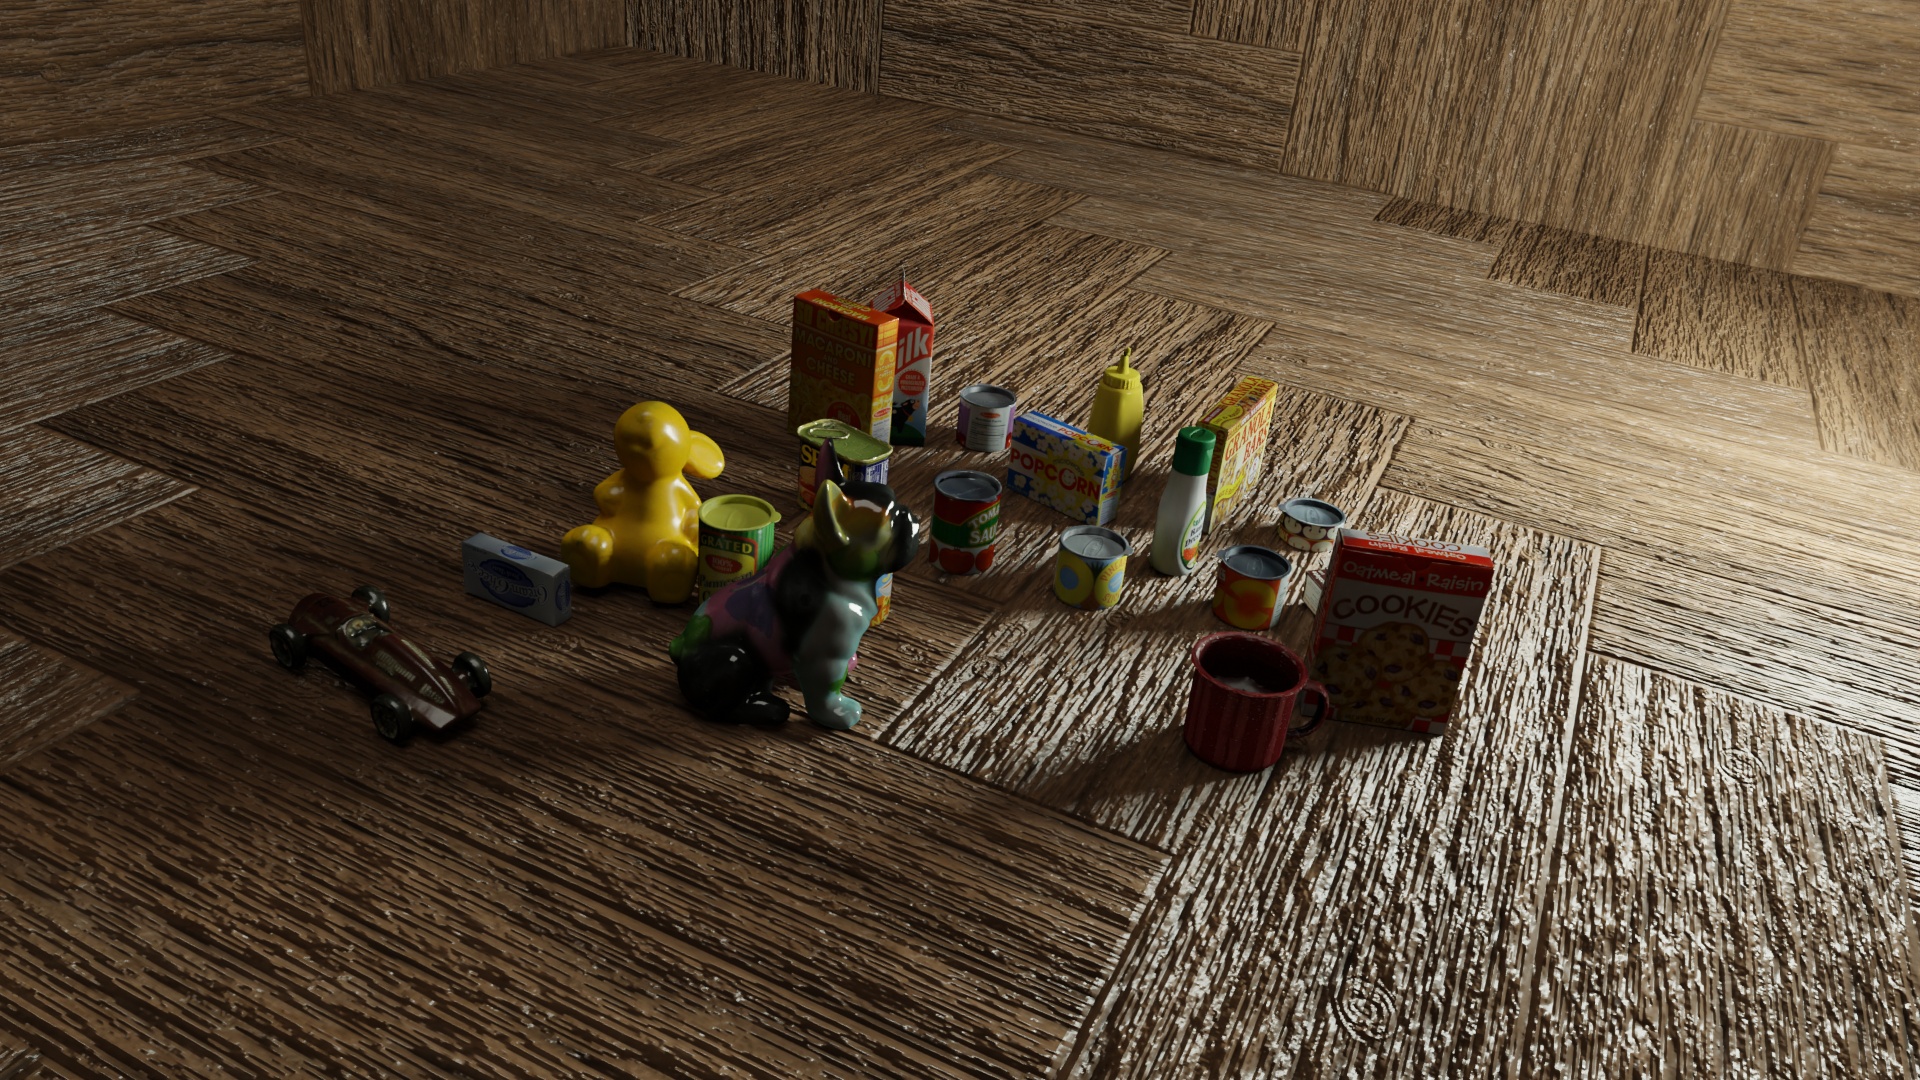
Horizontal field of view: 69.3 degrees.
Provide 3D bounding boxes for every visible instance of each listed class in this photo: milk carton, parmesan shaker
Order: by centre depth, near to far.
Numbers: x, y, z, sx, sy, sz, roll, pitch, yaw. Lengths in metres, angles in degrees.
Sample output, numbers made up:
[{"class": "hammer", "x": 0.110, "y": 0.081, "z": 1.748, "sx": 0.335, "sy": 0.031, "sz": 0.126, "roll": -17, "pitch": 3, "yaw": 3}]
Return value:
[{"class": "parmesan shaker", "x": -0.195, "y": 0.020, "z": 1.223, "sx": 0.071, "sy": 0.102, "sz": 0.071, "roll": 5, "pitch": 28, "yaw": -2}, {"class": "milk carton", "x": -0.071, "y": -0.208, "z": 1.577, "sx": 0.073, "sy": 0.189, "sz": 0.072, "roll": 3, "pitch": 28, "yaw": -6}]

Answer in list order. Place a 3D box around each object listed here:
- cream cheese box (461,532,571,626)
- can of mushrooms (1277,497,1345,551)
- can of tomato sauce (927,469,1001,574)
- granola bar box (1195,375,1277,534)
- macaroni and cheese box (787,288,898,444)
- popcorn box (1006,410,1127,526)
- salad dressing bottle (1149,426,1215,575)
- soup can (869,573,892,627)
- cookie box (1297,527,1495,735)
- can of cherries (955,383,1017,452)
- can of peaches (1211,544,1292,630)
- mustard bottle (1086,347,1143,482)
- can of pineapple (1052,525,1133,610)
[{"class": "cream cheese box", "x": -0.387, "y": 0.034, "z": 1.212, "sx": 0.104, "sy": 0.053, "sz": 0.024, "roll": 18, "pitch": 30, "yaw": 21}, {"class": "can of mushrooms", "x": 0.370, "y": -0.017, "z": 1.476, "sx": 0.071, "sy": 0.033, "sz": 0.071, "roll": 5, "pitch": 28, "yaw": -2}, {"class": "can of tomato sauce", "x": 0.005, "y": -0.017, "z": 1.352, "sx": 0.071, "sy": 0.082, "sz": 0.071, "roll": 5, "pitch": 28, "yaw": -2}, {"class": "granola bar box", "x": 0.291, "y": -0.096, "z": 1.510, "sx": 0.039, "sy": 0.123, "sz": 0.166, "roll": 19, "pitch": 31, "yaw": 23}, {"class": "macaroni and cheese box", "x": -0.132, "y": -0.180, "z": 1.540, "sx": 0.124, "sy": 0.165, "sz": 0.040, "roll": 24, "pitch": 33, "yaw": 29}, {"class": "popcorn box", "x": 0.111, "y": -0.077, "z": 1.482, "sx": 0.127, "sy": 0.084, "sz": 0.038, "roll": 26, "pitch": 34, "yaw": 33}, {"class": "salad dressing bottle", "x": 0.220, "y": -0.038, "z": 1.366, "sx": 0.044, "sy": 0.147, "sz": 0.064, "roll": 21, "pitch": 31, "yaw": 26}, {"class": "soup can", "x": -0.091, "y": 0.028, "z": 1.250, "sx": 0.071, "sy": 0.083, "sz": 0.072, "roll": 5, "pitch": 28, "yaw": -2}, {"class": "cookie box", "x": 0.360, "y": 0.077, "z": 1.159, "sx": 0.123, "sy": 0.166, "sz": 0.040, "roll": 8, "pitch": 28, "yaw": 4}, {"class": "can of cherries", "x": 0.030, "y": -0.143, "z": 1.616, "sx": 0.071, "sy": 0.058, "sz": 0.072, "roll": 5, "pitch": 28, "yaw": -2}, {"class": "can of peaches", "x": 0.273, "y": 0.044, "z": 1.318, "sx": 0.071, "sy": 0.057, "sz": 0.071, "roll": 5, "pitch": 28, "yaw": -2}, {"class": "mustard bottle", "x": 0.172, "y": -0.140, "z": 1.531, "sx": 0.049, "sy": 0.159, "sz": 0.065, "roll": 25, "pitch": 33, "yaw": 32}, {"class": "can of pineapple", "x": 0.125, "y": 0.026, "z": 1.322, "sx": 0.071, "sy": 0.057, "sz": 0.071, "roll": 5, "pitch": 28, "yaw": -2}]
